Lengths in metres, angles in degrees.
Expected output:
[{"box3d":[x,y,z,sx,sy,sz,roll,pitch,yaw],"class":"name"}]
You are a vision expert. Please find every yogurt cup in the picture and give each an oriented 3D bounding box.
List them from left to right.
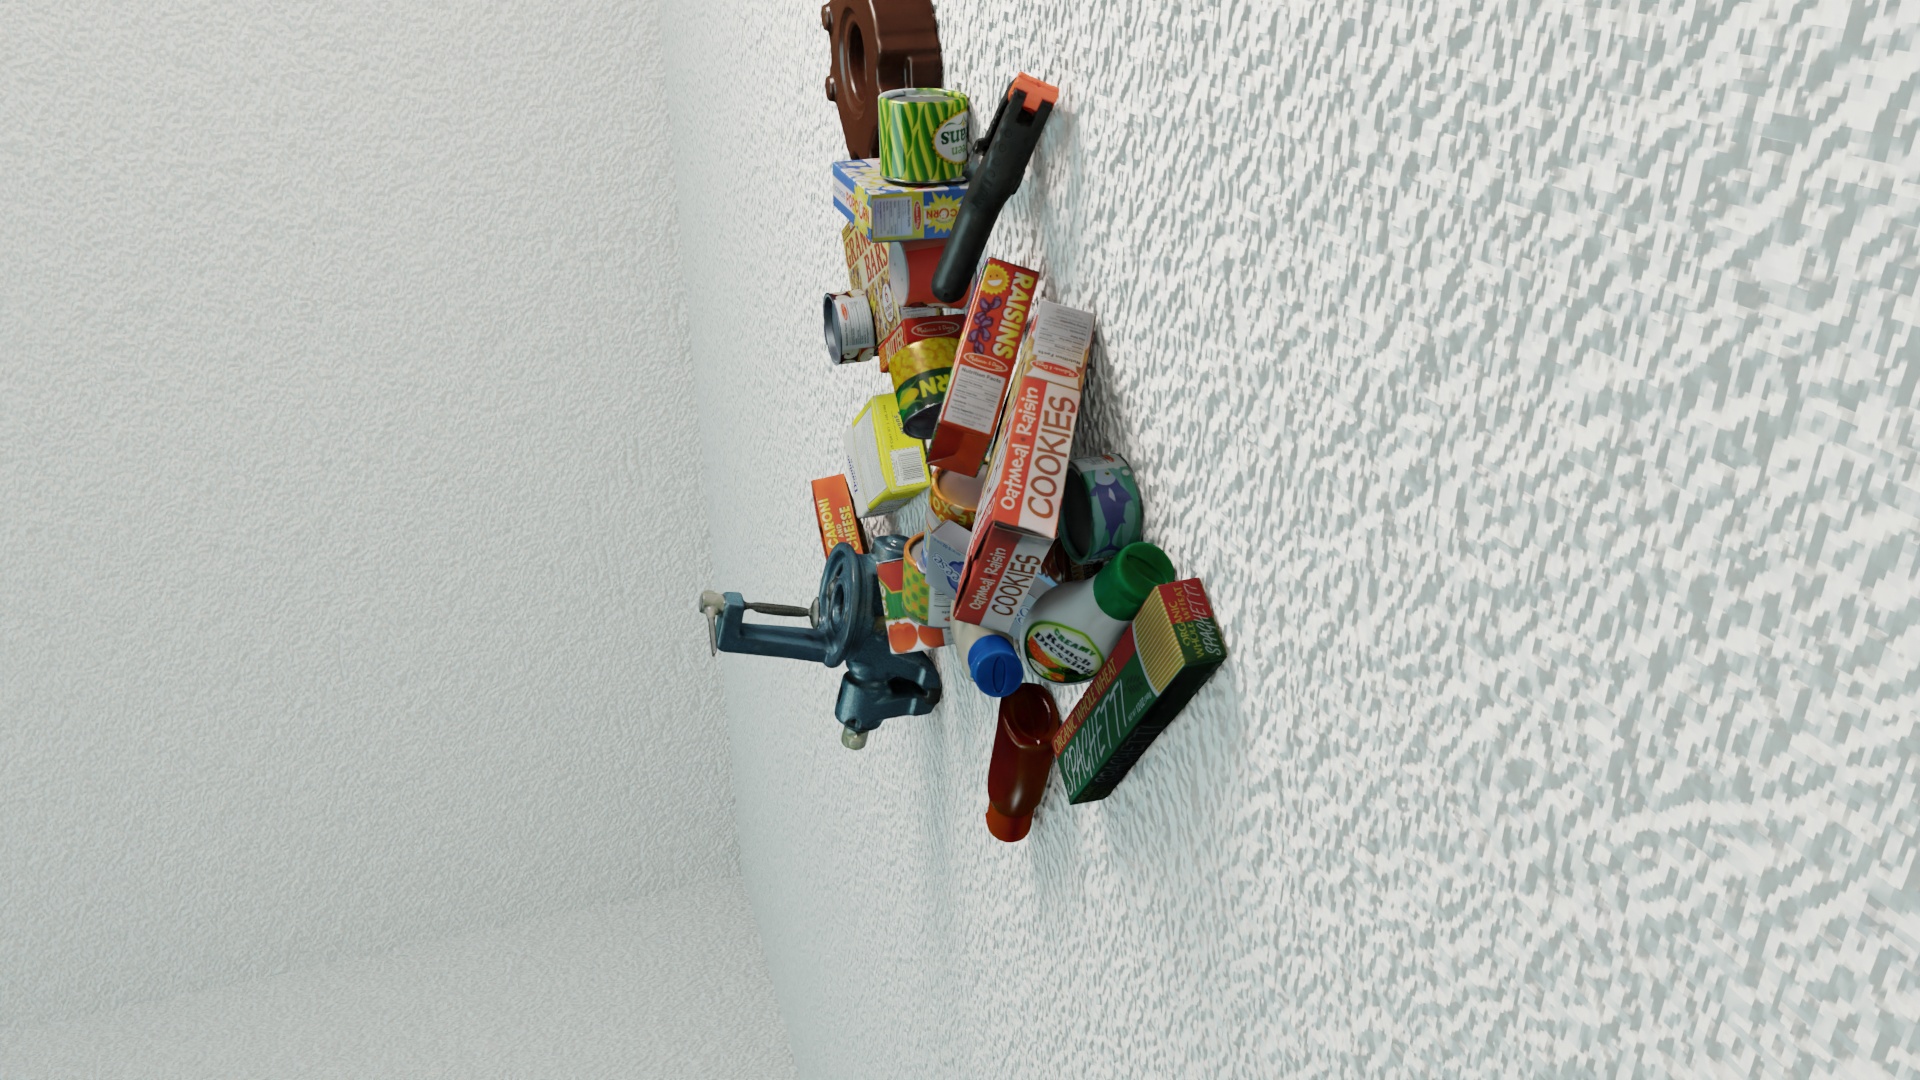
[{"box3d":[-0.024,-0.212,1.082,0.072,0.054,0.072,173,89,-73],"class":"yogurt cup"}]

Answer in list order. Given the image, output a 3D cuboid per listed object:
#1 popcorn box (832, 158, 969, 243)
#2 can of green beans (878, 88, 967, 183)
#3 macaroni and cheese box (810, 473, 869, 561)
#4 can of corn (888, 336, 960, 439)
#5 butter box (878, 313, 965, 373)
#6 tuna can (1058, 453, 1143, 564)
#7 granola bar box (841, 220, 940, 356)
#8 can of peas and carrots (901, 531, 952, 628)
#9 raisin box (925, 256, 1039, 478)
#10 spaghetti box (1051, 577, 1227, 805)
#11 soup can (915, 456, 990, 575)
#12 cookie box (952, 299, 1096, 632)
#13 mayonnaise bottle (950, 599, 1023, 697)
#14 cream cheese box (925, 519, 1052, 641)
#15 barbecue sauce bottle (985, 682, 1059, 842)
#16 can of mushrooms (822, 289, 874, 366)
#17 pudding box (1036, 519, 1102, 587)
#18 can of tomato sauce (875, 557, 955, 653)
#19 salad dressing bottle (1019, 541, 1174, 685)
[{"box3d":[-0.044,-0.264,1.067,0.127,0.085,0.038,-125,32,-58],"class":"popcorn box"},{"box3d":[-0.027,-0.300,1.027,0.071,0.071,0.057,-126,32,-58],"class":"can of green beans"},{"box3d":[-0.119,0.016,1.484,0.166,0.040,0.124,80,175,-71],"class":"macaroni and cheese box"},{"box3d":[-0.018,-0.120,1.090,0.071,0.071,0.058,119,140,-65],"class":"can of corn"},{"box3d":[-0.032,-0.161,1.139,0.103,0.053,0.024,159,103,-74],"class":"butter box"},{"box3d":[0.084,-0.016,0.850,0.071,0.033,0.071,173,89,-74],"class":"tuna can"},{"box3d":[-0.063,-0.238,1.234,0.165,0.039,0.124,172,89,-74],"class":"granola bar box"},{"box3d":[-0.017,0.030,1.159,0.071,0.071,0.058,-121,28,-53],"class":"can of peas and carrots"},{"box3d":[0.013,-0.114,0.926,0.086,0.040,0.124,112,174,-73],"class":"raisin box"},{"box3d":[0.103,0.101,0.853,0.248,0.029,0.050,111,147,-59],"class":"spaghetti box"},{"box3d":[0.004,-0.013,1.058,0.083,0.071,0.071,98,157,-44],"class":"soup can"},{"box3d":[0.038,-0.044,0.853,0.122,0.040,0.168,110,174,-58],"class":"cookie box"},{"box3d":[0.019,0.077,1.059,0.148,0.041,0.064,-115,26,-74],"class":"mayonnaise bottle"},{"box3d":[0.023,0.032,1.008,0.104,0.024,0.053,31,139,23],"class":"cream cheese box"},{"box3d":[0.044,0.177,1.068,0.147,0.044,0.065,97,166,-45],"class":"barbecue sauce bottle"},{"box3d":[-0.102,-0.193,1.256,0.071,0.033,0.071,171,89,-74],"class":"can of mushrooms"},{"box3d":[0.066,0.003,0.928,0.084,0.030,0.049,-147,51,-69],"class":"pudding box"},{"box3d":[-0.039,0.056,1.245,0.071,0.071,0.083,162,98,-74],"class":"can of tomato sauce"},{"box3d":[0.083,0.045,0.849,0.064,0.044,0.147,36,150,-1],"class":"salad dressing bottle"}]
